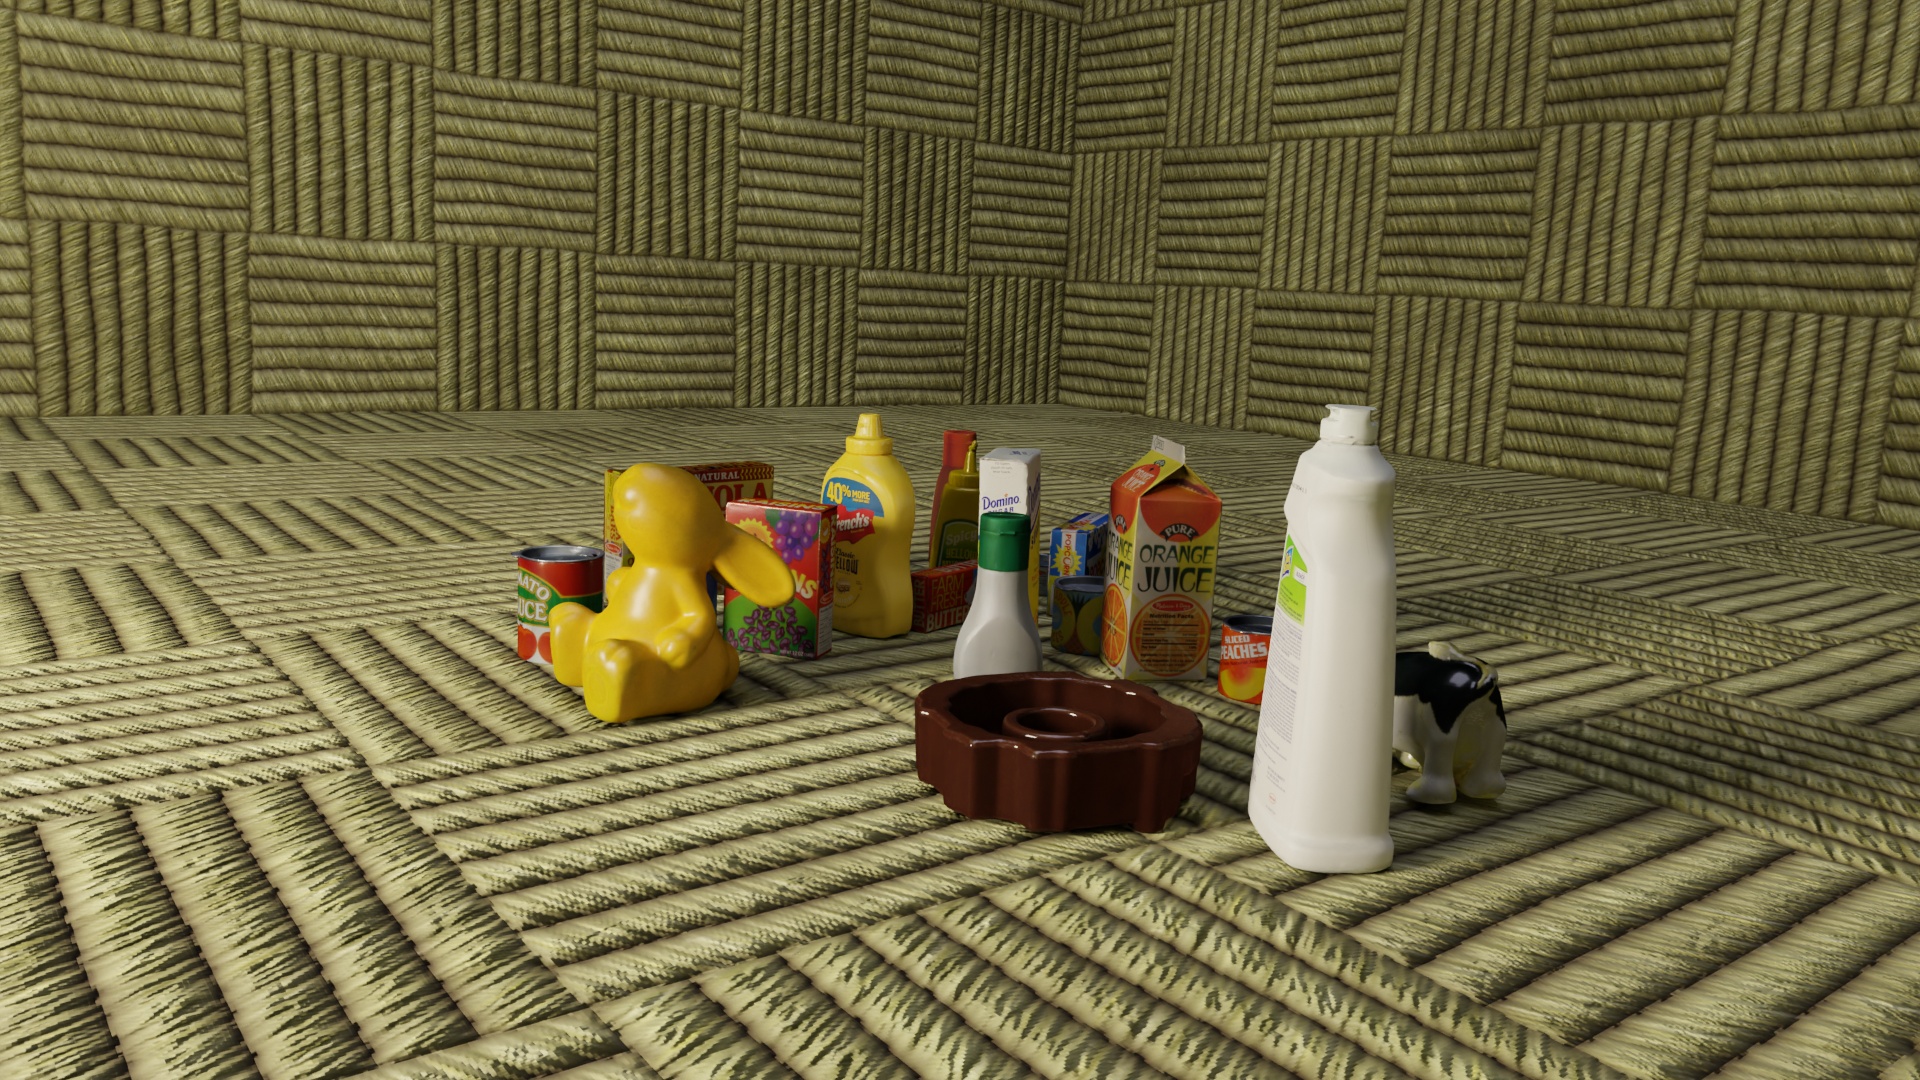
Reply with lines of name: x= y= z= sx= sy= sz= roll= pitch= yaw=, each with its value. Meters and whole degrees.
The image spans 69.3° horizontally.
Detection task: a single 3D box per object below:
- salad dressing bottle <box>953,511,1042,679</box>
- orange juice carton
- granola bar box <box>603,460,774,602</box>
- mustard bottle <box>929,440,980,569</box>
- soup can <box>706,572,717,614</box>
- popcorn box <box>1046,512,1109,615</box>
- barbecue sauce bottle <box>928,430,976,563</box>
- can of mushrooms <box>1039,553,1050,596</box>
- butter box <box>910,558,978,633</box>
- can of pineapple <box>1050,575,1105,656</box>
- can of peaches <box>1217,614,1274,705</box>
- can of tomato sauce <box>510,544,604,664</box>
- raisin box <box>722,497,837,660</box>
salad dressing bottle: x=0.029 y=0.054 z=0.993 sx=0.064 sy=0.147 sz=0.044 roll=2 pitch=10 yaw=-4
orange juice carton: x=0.162 y=0.013 z=1.130 sx=0.073 sy=0.192 sz=0.072 roll=1 pitch=10 yaw=-12
granola bar box: x=-0.257 y=-0.009 z=1.319 sx=0.166 sy=0.124 sz=0.039 roll=-7 pitch=14 yaw=-43
mustard bottle: x=0.005 y=-0.017 z=1.338 sx=0.065 sy=0.160 sz=0.049 roll=4 pitch=10 yaw=6
soup can: x=-0.232 y=0.046 z=1.139 sx=0.071 sy=0.083 sz=0.071 roll=3 pitch=10 yaw=0
popcorn box: x=0.121 y=0.023 z=1.363 sx=0.038 sy=0.085 sz=0.127 roll=6 pitch=11 yaw=19
barbecue sauce bottle: x=-0.003 y=-0.046 z=1.527 sx=0.043 sy=0.148 sz=0.065 roll=11 pitch=12 yaw=38
can of mushrooms: x=0.082 y=0.034 z=1.433 sx=0.071 sy=0.033 sz=0.071 roll=3 pitch=10 yaw=0
butter box: x=-0.009 y=0.050 z=1.268 sx=0.024 sy=0.053 sz=0.104 roll=10 pitch=13 yaw=36
can of pineapple: x=0.111 y=0.065 z=1.208 sx=0.071 sy=0.057 sz=0.071 roll=3 pitch=10 yaw=0
can of peaches: x=0.235 y=0.093 z=1.087 sx=0.071 sy=0.058 sz=0.071 roll=3 pitch=10 yaw=0
can of tomato sauce: x=-0.317 y=0.050 z=1.094 sx=0.071 sy=0.083 sz=0.071 roll=3 pitch=10 yaw=0
raisin box: x=-0.148 y=0.030 z=1.141 sx=0.086 sy=0.123 sz=0.040 roll=6 pitch=10 yaw=16
